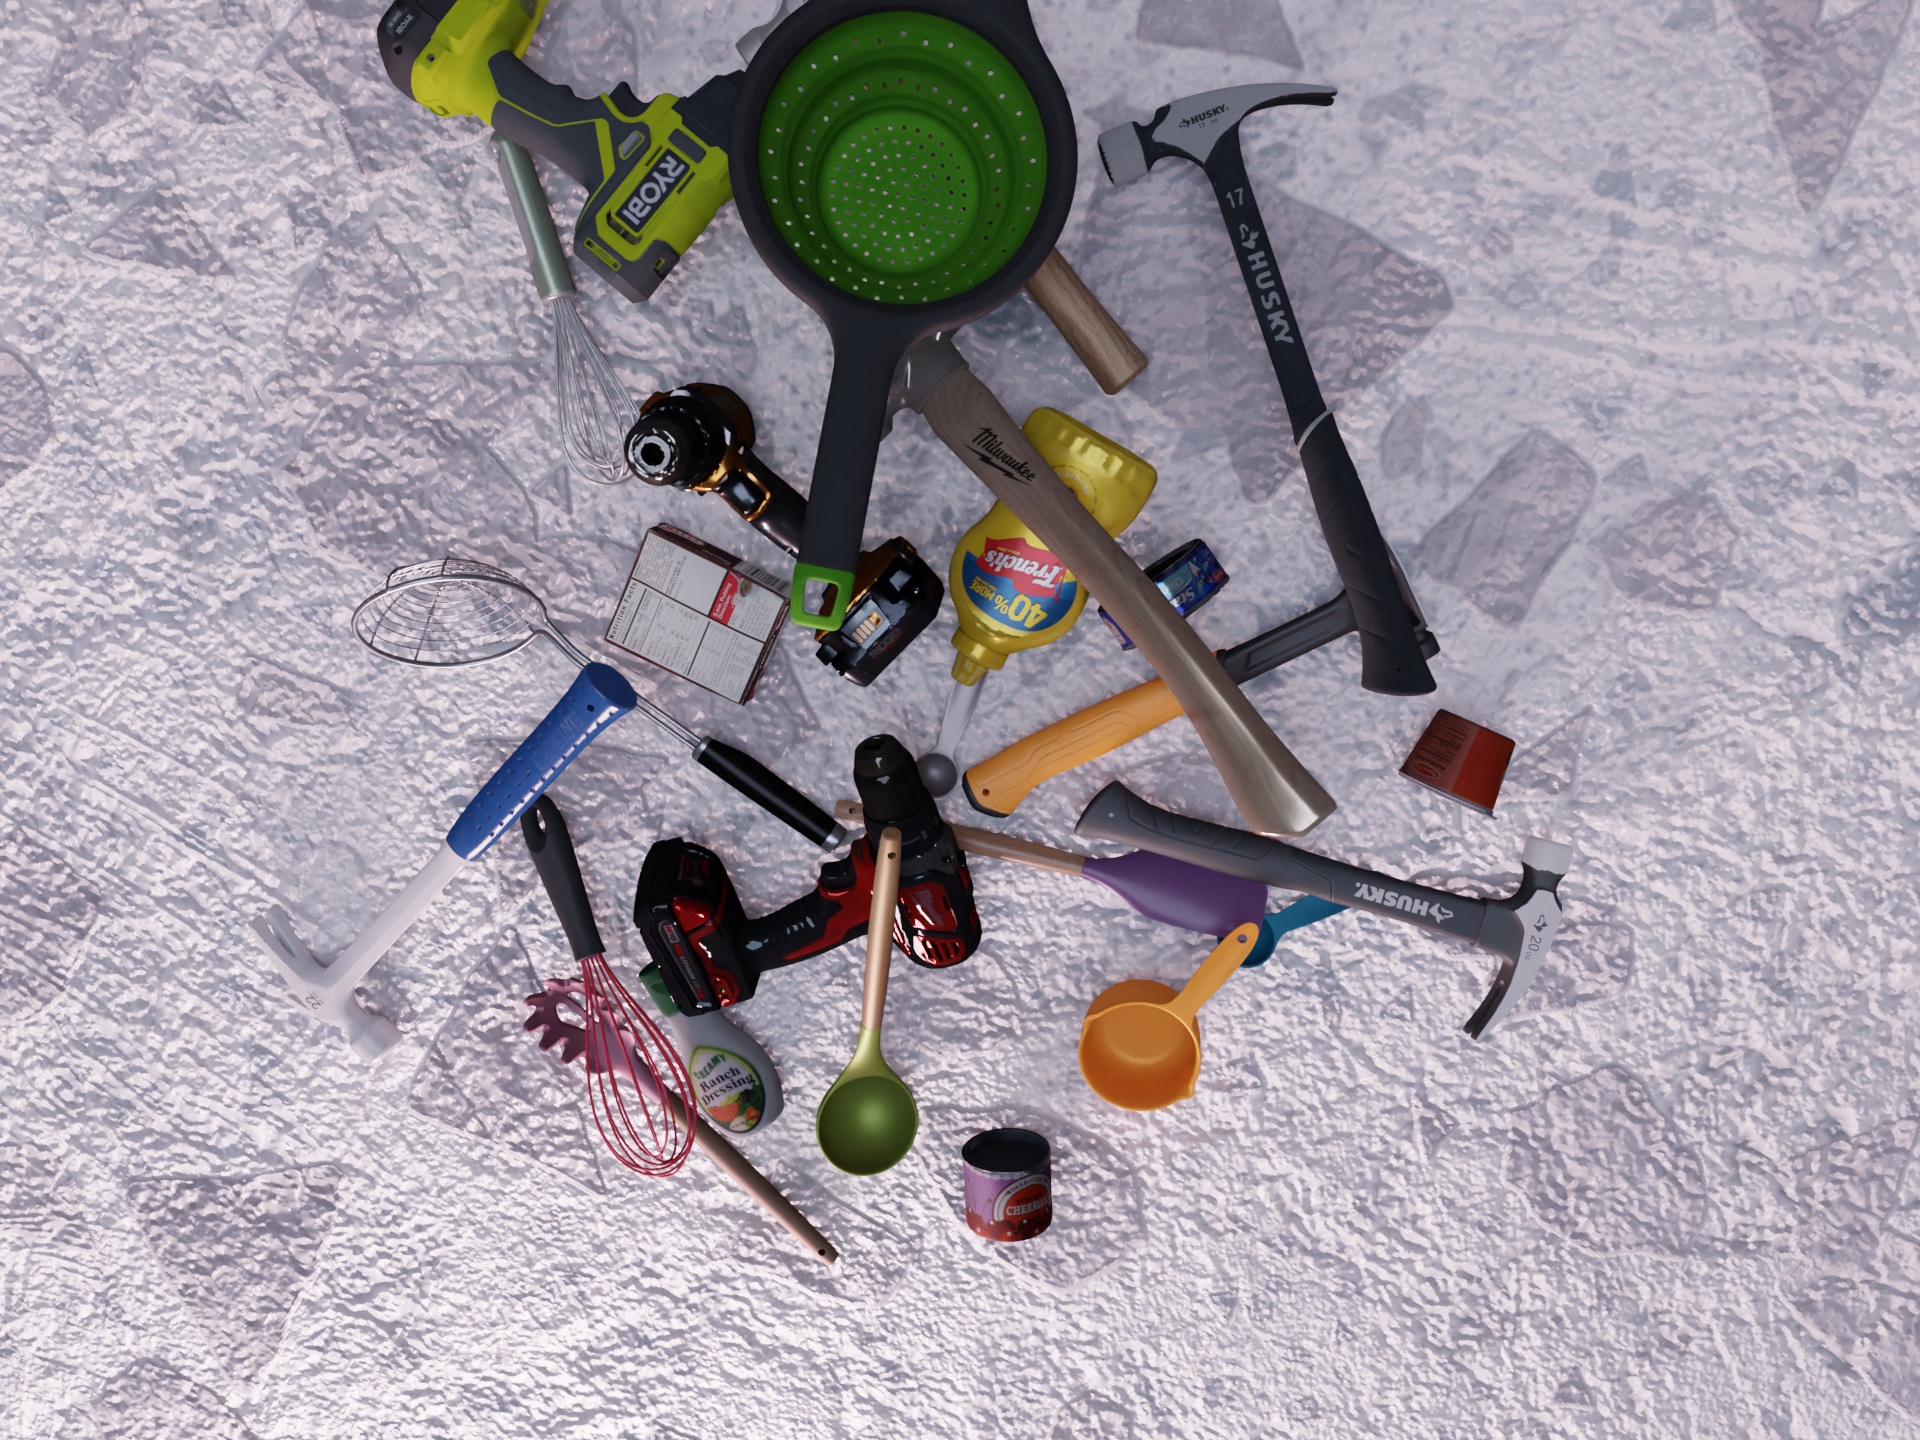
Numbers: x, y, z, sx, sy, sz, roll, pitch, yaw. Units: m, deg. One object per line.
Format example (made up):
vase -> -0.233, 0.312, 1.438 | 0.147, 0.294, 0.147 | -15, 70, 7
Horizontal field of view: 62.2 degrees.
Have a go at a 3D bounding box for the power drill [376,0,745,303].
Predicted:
power drill -> -0.236, -0.400, 1.008 | 0.223, 0.080, 0.171 | 40, 93, 1

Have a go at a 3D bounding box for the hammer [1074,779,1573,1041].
hammer -> 0.243, 0.113, 1.105 | 0.335, 0.035, 0.146 | 16, 92, 3

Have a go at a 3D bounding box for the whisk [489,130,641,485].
whisk -> -0.270, -0.278, 1.075 | 0.059, 0.058, 0.246 | -21, 98, -24

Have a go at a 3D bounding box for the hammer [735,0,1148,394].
hammer -> 0.009, -0.352, 1.033 | 0.130, 0.031, 0.331 | -39, 97, 14

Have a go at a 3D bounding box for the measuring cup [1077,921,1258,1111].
measuring cup -> 0.155, 0.199, 1.137 | 0.095, 0.052, 0.173 | 36, 107, -3

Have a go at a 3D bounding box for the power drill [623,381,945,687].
power drill -> -0.118, -0.126, 1.025 | 0.226, 0.185, 0.084 | 44, 103, -8

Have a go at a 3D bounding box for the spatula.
spatula -> 0.063, 0.097, 1.141 | 0.316, 0.018, 0.060 | 13, 79, 5

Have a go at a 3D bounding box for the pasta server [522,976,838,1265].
pasta server -> -0.208, 0.310, 1.215 | 0.060, 0.040, 0.316 | -44, 97, 3

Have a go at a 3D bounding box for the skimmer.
skimmer -> -0.247, 0.005, 1.118 | 0.363, 0.090, 0.127 | 35, 142, -6

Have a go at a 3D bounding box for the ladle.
ladle -> -0.057, 0.202, 1.105 | 0.078, 0.062, 0.320 | -5, 131, -15

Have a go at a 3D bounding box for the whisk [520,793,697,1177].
whisk -> -0.261, 0.190, 1.157 | 0.073, 0.073, 0.296 | -24, 82, 11

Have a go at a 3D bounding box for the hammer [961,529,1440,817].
hammer -> 0.149, -0.027, 1.095 | 0.337, 0.034, 0.127 | -27, 100, 12

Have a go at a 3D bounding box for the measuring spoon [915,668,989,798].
measuring spoon -> -0.002, -0.004, 1.131 | 0.034, 0.018, 0.124 | 21, 98, 2

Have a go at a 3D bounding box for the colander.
colander -> -0.052, -0.252, 0.970 | 0.204, 0.094, 0.397 | 11, 92, -5

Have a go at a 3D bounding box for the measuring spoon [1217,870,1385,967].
measuring spoon -> 0.244, 0.138, 1.137 | 0.128, 0.021, 0.042 | -25, 78, 3

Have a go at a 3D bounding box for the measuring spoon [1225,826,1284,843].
measuring spoon -> 0.178, 0.083, 1.133 | 0.117, 0.011, 0.021 | 11, 94, 0

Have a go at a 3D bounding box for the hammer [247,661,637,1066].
hammer -> -0.369, 0.094, 1.140 | 0.144, 0.035, 0.405 | 45, 117, -4

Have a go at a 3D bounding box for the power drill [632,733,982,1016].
power drill -> -0.110, 0.109, 1.112 | 0.226, 0.080, 0.187 | -13, 123, 7

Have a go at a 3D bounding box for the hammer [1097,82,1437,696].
hammer -> 0.224, -0.207, 1.017 | 0.149, 0.036, 0.409 | -20, 93, 8

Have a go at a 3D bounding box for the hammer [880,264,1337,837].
hammer -> 0.098, -0.100, 1.002 | 0.146, 0.038, 0.411 | -42, 80, 19
